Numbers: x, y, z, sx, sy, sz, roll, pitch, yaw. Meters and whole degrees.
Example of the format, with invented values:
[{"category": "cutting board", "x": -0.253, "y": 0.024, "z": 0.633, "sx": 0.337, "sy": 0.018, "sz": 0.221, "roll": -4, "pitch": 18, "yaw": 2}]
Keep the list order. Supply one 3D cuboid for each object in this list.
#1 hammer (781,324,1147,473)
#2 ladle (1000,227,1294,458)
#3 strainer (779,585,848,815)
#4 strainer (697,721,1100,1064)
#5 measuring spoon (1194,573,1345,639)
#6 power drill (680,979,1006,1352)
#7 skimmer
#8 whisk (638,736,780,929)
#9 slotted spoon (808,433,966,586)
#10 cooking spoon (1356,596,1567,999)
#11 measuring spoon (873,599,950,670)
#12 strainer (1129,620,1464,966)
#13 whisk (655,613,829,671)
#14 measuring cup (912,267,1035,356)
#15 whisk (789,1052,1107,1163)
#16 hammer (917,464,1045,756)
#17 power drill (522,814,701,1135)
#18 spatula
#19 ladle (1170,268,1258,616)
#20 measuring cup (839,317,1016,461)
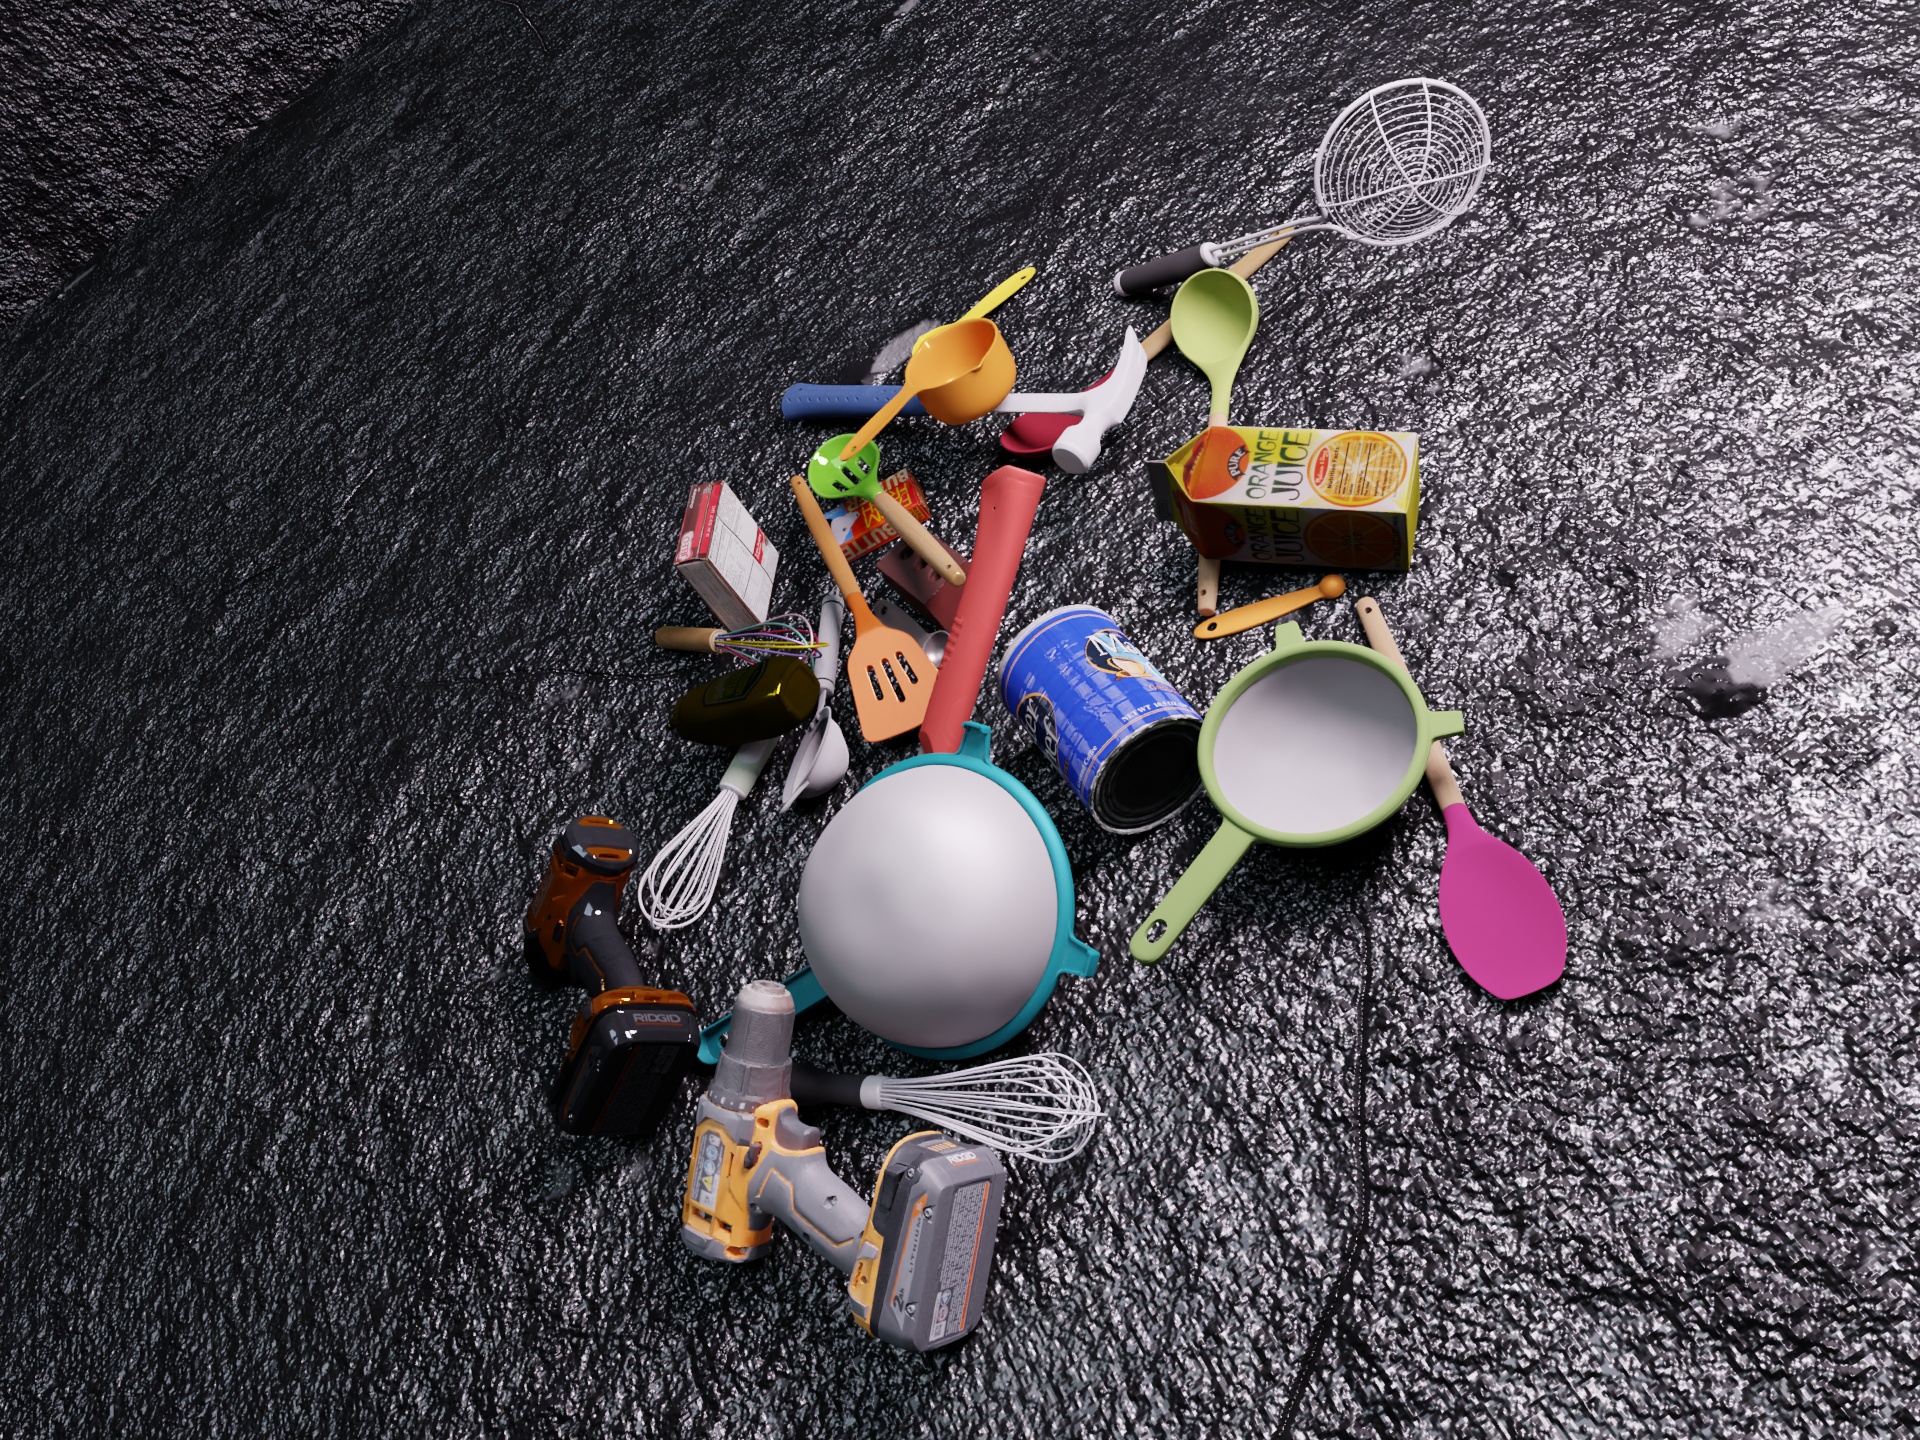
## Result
[{"category": "hammer", "x": -0.011, "y": -0.287, "z": 1.417, "sx": 0.406, "sy": 0.035, "sz": 0.144, "roll": 11, "pitch": 58, "yaw": 43}, {"category": "ladle", "x": 0.166, "y": -0.325, "z": 1.372, "sx": 0.315, "sy": 0.031, "sz": 0.069, "roll": -40, "pitch": 43, "yaw": -2}, {"category": "strainer", "x": -0.112, "y": -0.020, "z": 1.317, "sx": 0.086, "sy": 0.050, "sz": 0.259, "roll": -50, "pitch": 28, "yaw": 43}, {"category": "strainer", "x": -0.084, "y": 0.158, "z": 1.093, "sx": 0.340, "sy": 0.095, "sz": 0.211, "roll": -34, "pitch": 68, "yaw": 24}, {"category": "measuring spoon", "x": 0.227, "y": -0.084, "z": 1.175, "sx": 0.117, "sy": 0.011, "sz": 0.021, "roll": -19, "pitch": 51, "yaw": 19}, {"category": "power drill", "x": -0.083, "y": 0.281, "z": 1.025, "sx": 0.226, "sy": 0.084, "sz": 0.185, "roll": 12, "pitch": 93, "yaw": 38}, {"category": "skimmer", "x": 0.257, "y": -0.414, "z": 1.291, "sx": 0.363, "sy": 0.127, "sz": 0.090, "roll": 3, "pitch": 62, "yaw": 58}, {"category": "whisk", "x": -0.191, "y": 0.064, "z": 1.302, "sx": 0.058, "sy": 0.059, "sz": 0.246, "roll": 22, "pitch": 64, "yaw": 11}, {"category": "slotted spoon", "x": -0.060, "y": -0.175, "z": 1.339, "sx": 0.070, "sy": 0.031, "sz": 0.314, "roll": -40, "pitch": 35, "yaw": 0}, {"category": "cooking spoon", "x": 0.312, "y": 0.038, "z": 1.033, "sx": 0.069, "sy": 0.017, "sz": 0.319, "roll": -28, "pitch": 49, "yaw": 20}, {"category": "measuring spoon", "x": -0.038, "y": -0.073, "z": 1.329, "sx": 0.034, "sy": 0.018, "sz": 0.124, "roll": -59, "pitch": 41, "yaw": 7}, {"category": "strainer", "x": 0.204, "y": 0.067, "z": 1.044, "sx": 0.152, "sy": 0.069, "sz": 0.256, "roll": 35, "pitch": 81, "yaw": 37}, {"category": "whisk", "x": -0.193, "y": -0.067, "z": 1.379, "sx": 0.047, "sy": 0.051, "sz": 0.245, "roll": -40, "pitch": 28, "yaw": -30}, {"category": "measuring cup", "x": 0.020, "y": -0.374, "z": 1.503, "sx": 0.156, "sy": 0.029, "sz": 0.062, "roll": -43, "pitch": 45, "yaw": -19}, {"category": "whisk", "x": -0.029, "y": 0.253, "z": 1.069, "sx": 0.285, "sy": 0.070, "sz": 0.070, "roll": -4, "pitch": 57, "yaw": 35}, {"category": "hammer", "x": -0.002, "y": -0.004, "z": 1.139, "sx": 0.149, "sy": 0.036, "sz": 0.359, "roll": 24, "pitch": 99, "yaw": 39}, {"category": "power drill", "x": -0.281, "y": 0.205, "z": 1.217, "sx": 0.164, "sy": 0.084, "sz": 0.227, "roll": -60, "pitch": 40, "yaw": 28}, {"category": "spatula", "x": -0.094, "y": -0.110, "z": 1.349, "sx": 0.081, "sy": 0.041, "sz": 0.323, "roll": -26, "pitch": 46, "yaw": -1}, {"category": "ladle", "x": 0.197, "y": -0.226, "z": 1.264, "sx": 0.078, "sy": 0.062, "sz": 0.320, "roll": -17, "pitch": 53, "yaw": 38}, {"category": "measuring cup", "x": -0.027, "y": -0.262, "z": 1.335, "sx": 0.173, "sy": 0.052, "sz": 0.095, "roll": -44, "pitch": 39, "yaw": -6}]
